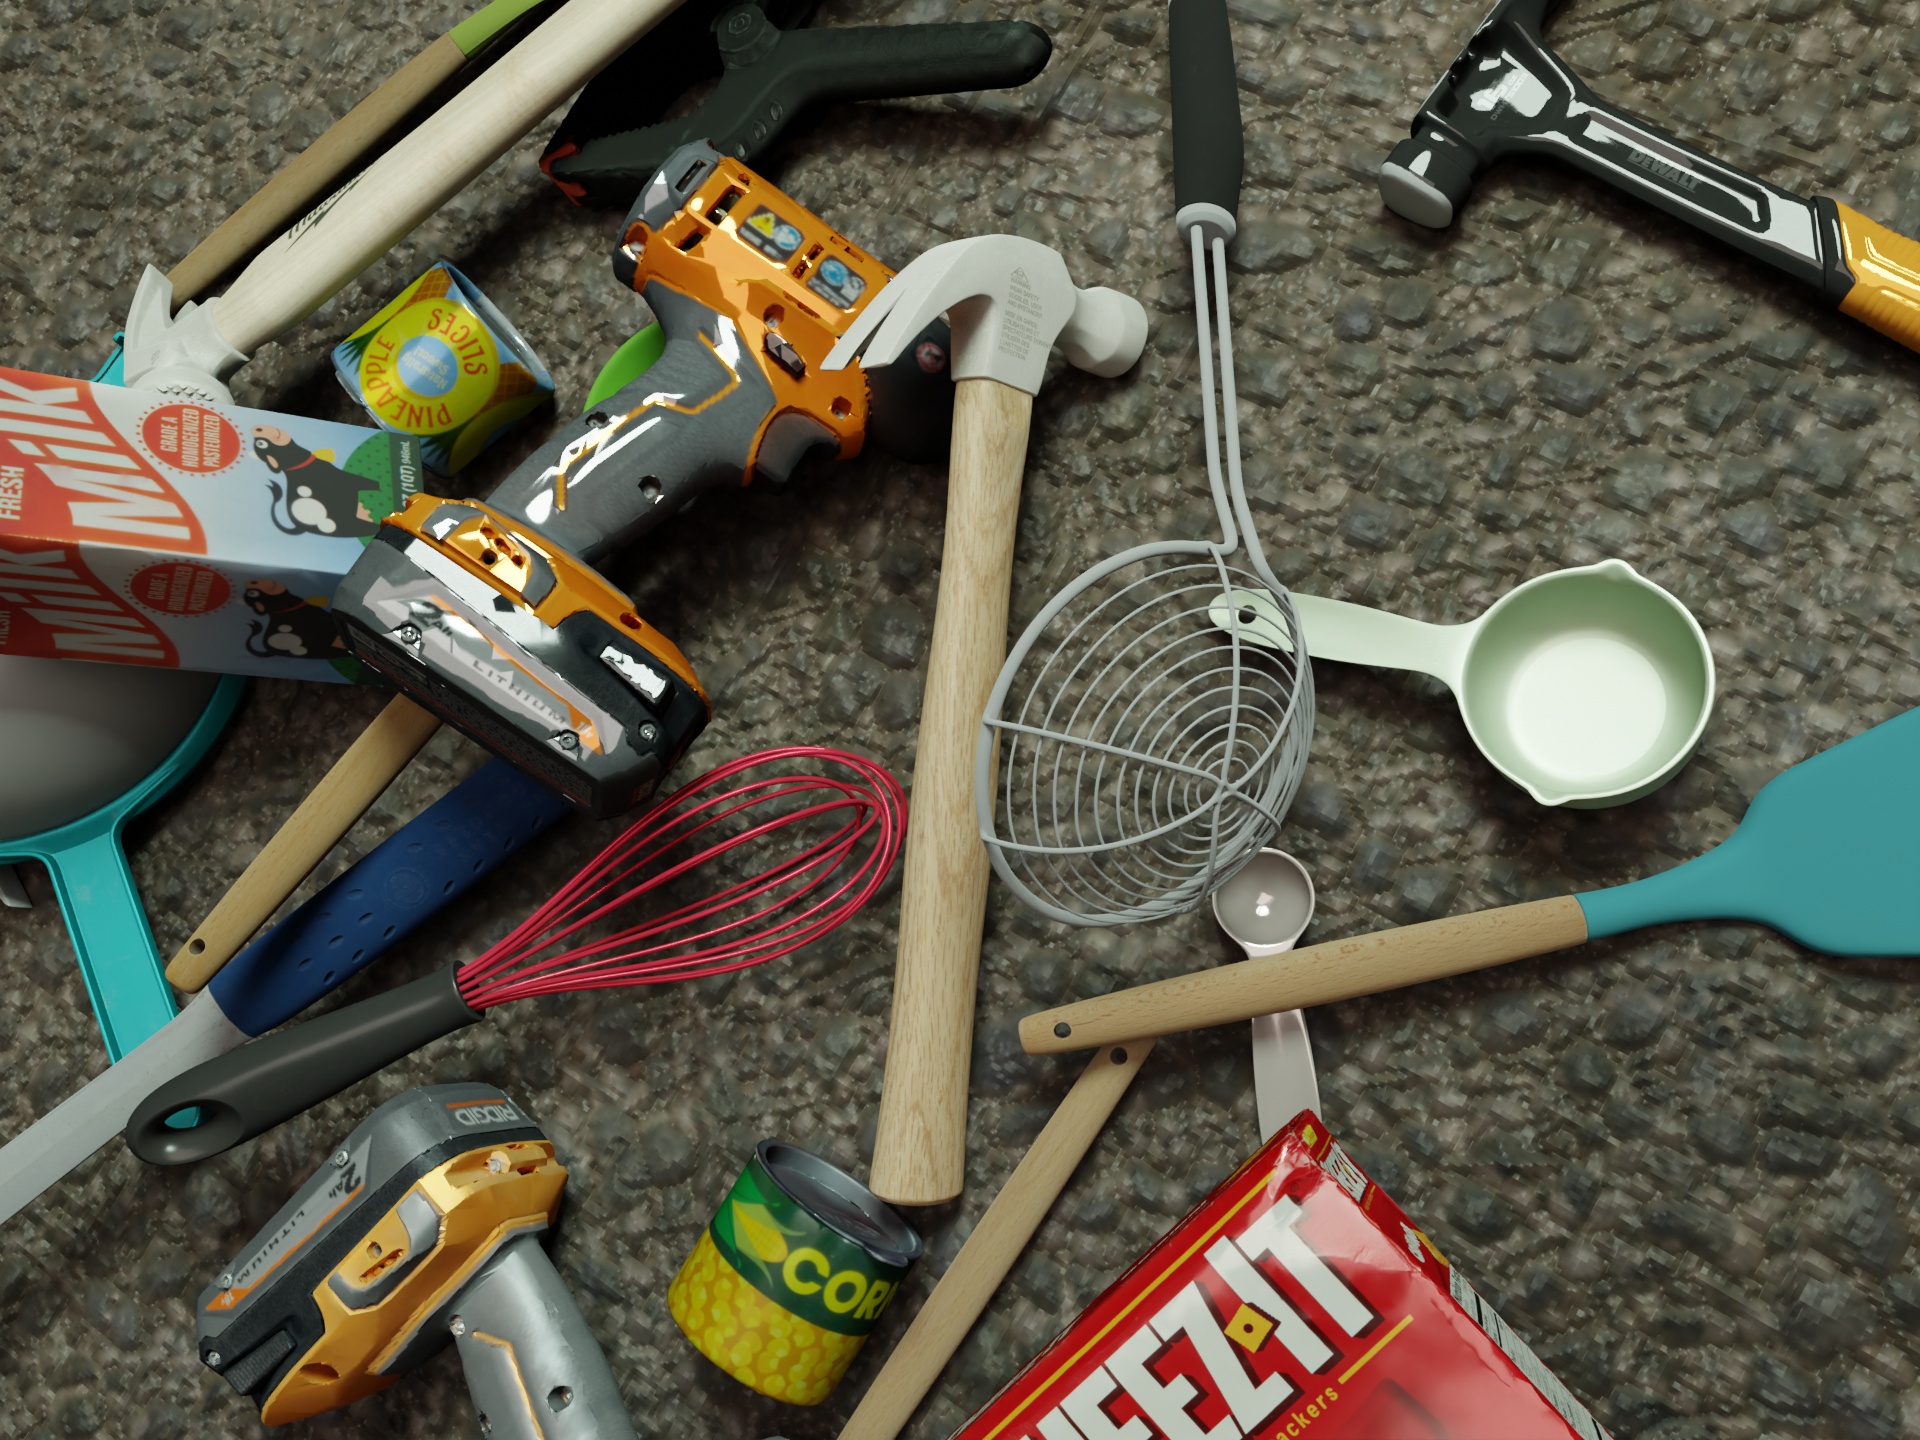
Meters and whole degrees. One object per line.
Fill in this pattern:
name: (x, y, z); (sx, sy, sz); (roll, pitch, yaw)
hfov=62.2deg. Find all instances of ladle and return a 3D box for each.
ladle: (-0.243, -0.280, 0.681); (0.320, 0.062, 0.078); (-37, 54, 7)

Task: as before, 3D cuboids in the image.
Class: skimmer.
skimmer: (0.065, -0.111, 0.555); (0.090, 0.127, 0.364); (-25, 53, 42)

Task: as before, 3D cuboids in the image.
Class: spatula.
spatula: (0.172, 0.066, 0.504); (0.317, 0.044, 0.082); (-14, 80, 5)

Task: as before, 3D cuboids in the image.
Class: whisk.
whisk: (-0.154, 0.087, 0.557); (0.296, 0.073, 0.073); (-24, 74, -1)

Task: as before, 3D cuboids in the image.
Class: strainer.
strainer: (-0.368, 0.004, 0.608); (0.211, 0.095, 0.340); (-23, 79, -9)

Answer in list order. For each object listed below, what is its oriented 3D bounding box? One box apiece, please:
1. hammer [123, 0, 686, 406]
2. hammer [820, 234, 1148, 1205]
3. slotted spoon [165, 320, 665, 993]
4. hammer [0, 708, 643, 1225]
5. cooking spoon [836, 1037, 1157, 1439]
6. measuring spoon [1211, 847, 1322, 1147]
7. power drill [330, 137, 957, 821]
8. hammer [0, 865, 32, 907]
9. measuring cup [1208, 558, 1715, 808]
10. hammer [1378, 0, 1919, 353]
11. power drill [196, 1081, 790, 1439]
hammer: (-0.167, -0.261, 0.631); (0.410, 0.038, 0.146); (-37, 42, 4)
hammer: (-0.001, -0.002, 0.546); (0.031, 0.130, 0.331); (4, 87, 44)
slotted spoon: (-0.178, -0.031, 0.588); (0.070, 0.031, 0.314); (29, 70, 18)
hammer: (-0.272, 0.118, 0.584); (0.405, 0.035, 0.144); (-38, 102, -6)
cooking spoon: (-0.027, 0.234, 0.539); (0.069, 0.017, 0.319); (34, 89, 18)
measuring spoon: (0.108, 0.105, 0.538); (0.034, 0.018, 0.124); (-7, 84, 9)
power drill: (-0.089, -0.080, 0.561); (0.164, 0.084, 0.226); (34, 70, -4)
hammer: (-0.445, 0.189, 0.645); (0.128, 0.033, 0.331); (-9, 77, 13)
measuring cup: (0.166, -0.018, 0.540); (0.168, 0.038, 0.083); (15, 83, 30)
hammer: (0.315, -0.150, 0.527); (0.337, 0.034, 0.127); (37, 90, 18)
power drill: (-0.158, 0.260, 0.530); (0.185, 0.084, 0.226); (-47, 71, 4)
